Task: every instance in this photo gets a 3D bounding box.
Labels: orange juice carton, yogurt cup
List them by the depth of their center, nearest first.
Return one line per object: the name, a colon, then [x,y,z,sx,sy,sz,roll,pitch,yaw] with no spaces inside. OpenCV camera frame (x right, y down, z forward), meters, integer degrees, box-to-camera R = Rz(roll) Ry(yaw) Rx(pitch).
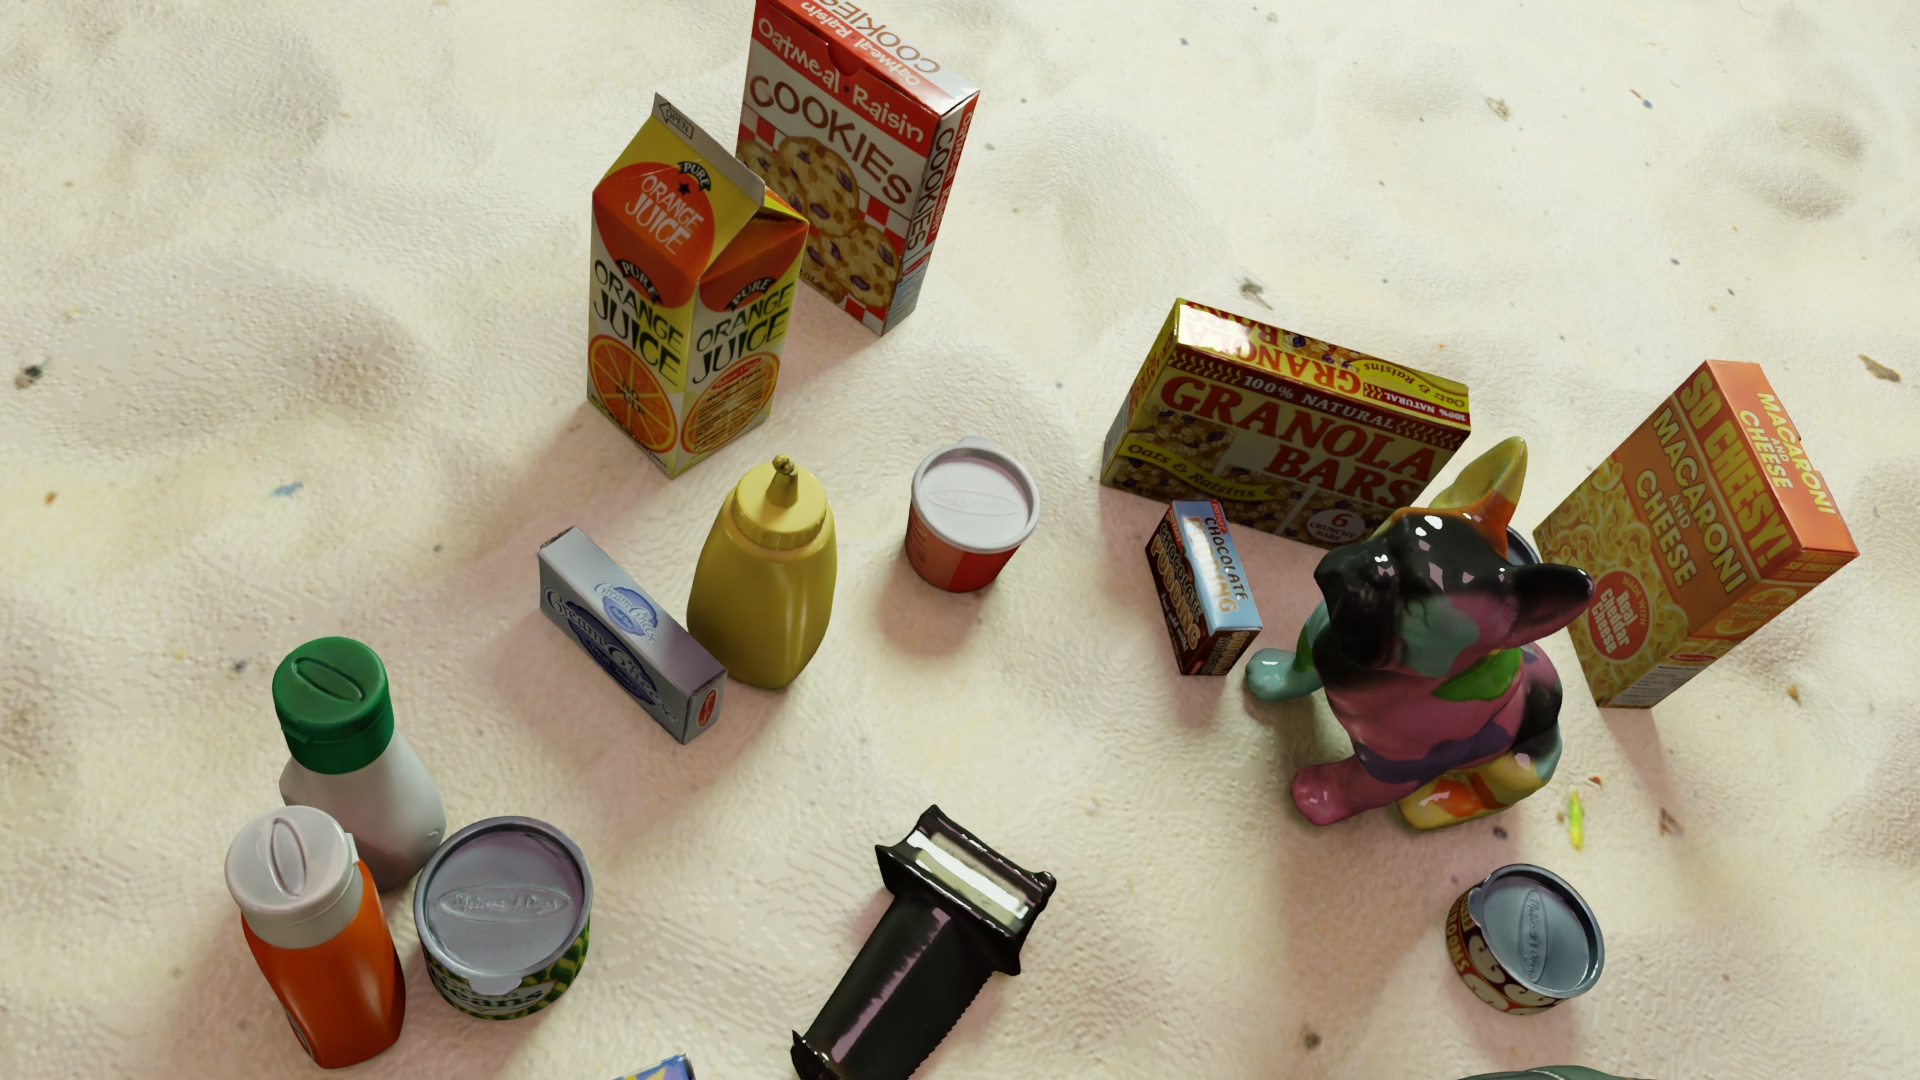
orange juice carton: [-0.131,-0.124,0.682,0.072,0.191,0.073,42,56,14]
yogurt cup: [0.003,-0.009,0.727,0.072,0.053,0.073,8,55,-11]

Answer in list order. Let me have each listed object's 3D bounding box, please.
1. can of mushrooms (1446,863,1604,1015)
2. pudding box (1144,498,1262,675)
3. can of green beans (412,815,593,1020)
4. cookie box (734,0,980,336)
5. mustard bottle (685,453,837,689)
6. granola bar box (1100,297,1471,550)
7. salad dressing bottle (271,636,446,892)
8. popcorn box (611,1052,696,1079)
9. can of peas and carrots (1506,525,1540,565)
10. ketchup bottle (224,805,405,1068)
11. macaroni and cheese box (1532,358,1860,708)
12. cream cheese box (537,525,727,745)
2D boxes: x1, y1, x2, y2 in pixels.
can of mushrooms: [0.272,0.194,0.678,0.071,0.033,0.071,8,54,-11]
pudding box: [0.129,0.025,0.743,0.030,0.049,0.084,-1,57,-17]
can of green beans: [-0.183,0.153,0.558,0.071,0.057,0.071,8,55,-11]
cookie box: [-0.066,-0.211,0.777,0.123,0.166,0.040,37,54,10]
mustard bottle: [-0.085,0.009,0.623,0.065,0.159,0.049,27,53,3]
granola bar box: [0.175,-0.057,0.767,0.166,0.123,0.039,16,54,-5]
salad dressing bottle: [-0.232,0.088,0.532,0.064,0.146,0.044,28,53,4]
popcorn box: [-0.155,0.233,0.494,0.127,0.084,0.038,-15,62,-25]
can of peas and carrots: [0.282,0.029,0.779,0.071,0.058,0.071,8,55,-11]
ketchup bottle: [-0.229,0.140,0.497,0.044,0.148,0.065,-16,62,-25]
macaroni and cheese box: [0.395,0.000,0.765,0.040,0.165,0.124,4,56,-14]
cream cheese box: [-0.154,0.045,0.644,0.104,0.053,0.024,41,55,13]
